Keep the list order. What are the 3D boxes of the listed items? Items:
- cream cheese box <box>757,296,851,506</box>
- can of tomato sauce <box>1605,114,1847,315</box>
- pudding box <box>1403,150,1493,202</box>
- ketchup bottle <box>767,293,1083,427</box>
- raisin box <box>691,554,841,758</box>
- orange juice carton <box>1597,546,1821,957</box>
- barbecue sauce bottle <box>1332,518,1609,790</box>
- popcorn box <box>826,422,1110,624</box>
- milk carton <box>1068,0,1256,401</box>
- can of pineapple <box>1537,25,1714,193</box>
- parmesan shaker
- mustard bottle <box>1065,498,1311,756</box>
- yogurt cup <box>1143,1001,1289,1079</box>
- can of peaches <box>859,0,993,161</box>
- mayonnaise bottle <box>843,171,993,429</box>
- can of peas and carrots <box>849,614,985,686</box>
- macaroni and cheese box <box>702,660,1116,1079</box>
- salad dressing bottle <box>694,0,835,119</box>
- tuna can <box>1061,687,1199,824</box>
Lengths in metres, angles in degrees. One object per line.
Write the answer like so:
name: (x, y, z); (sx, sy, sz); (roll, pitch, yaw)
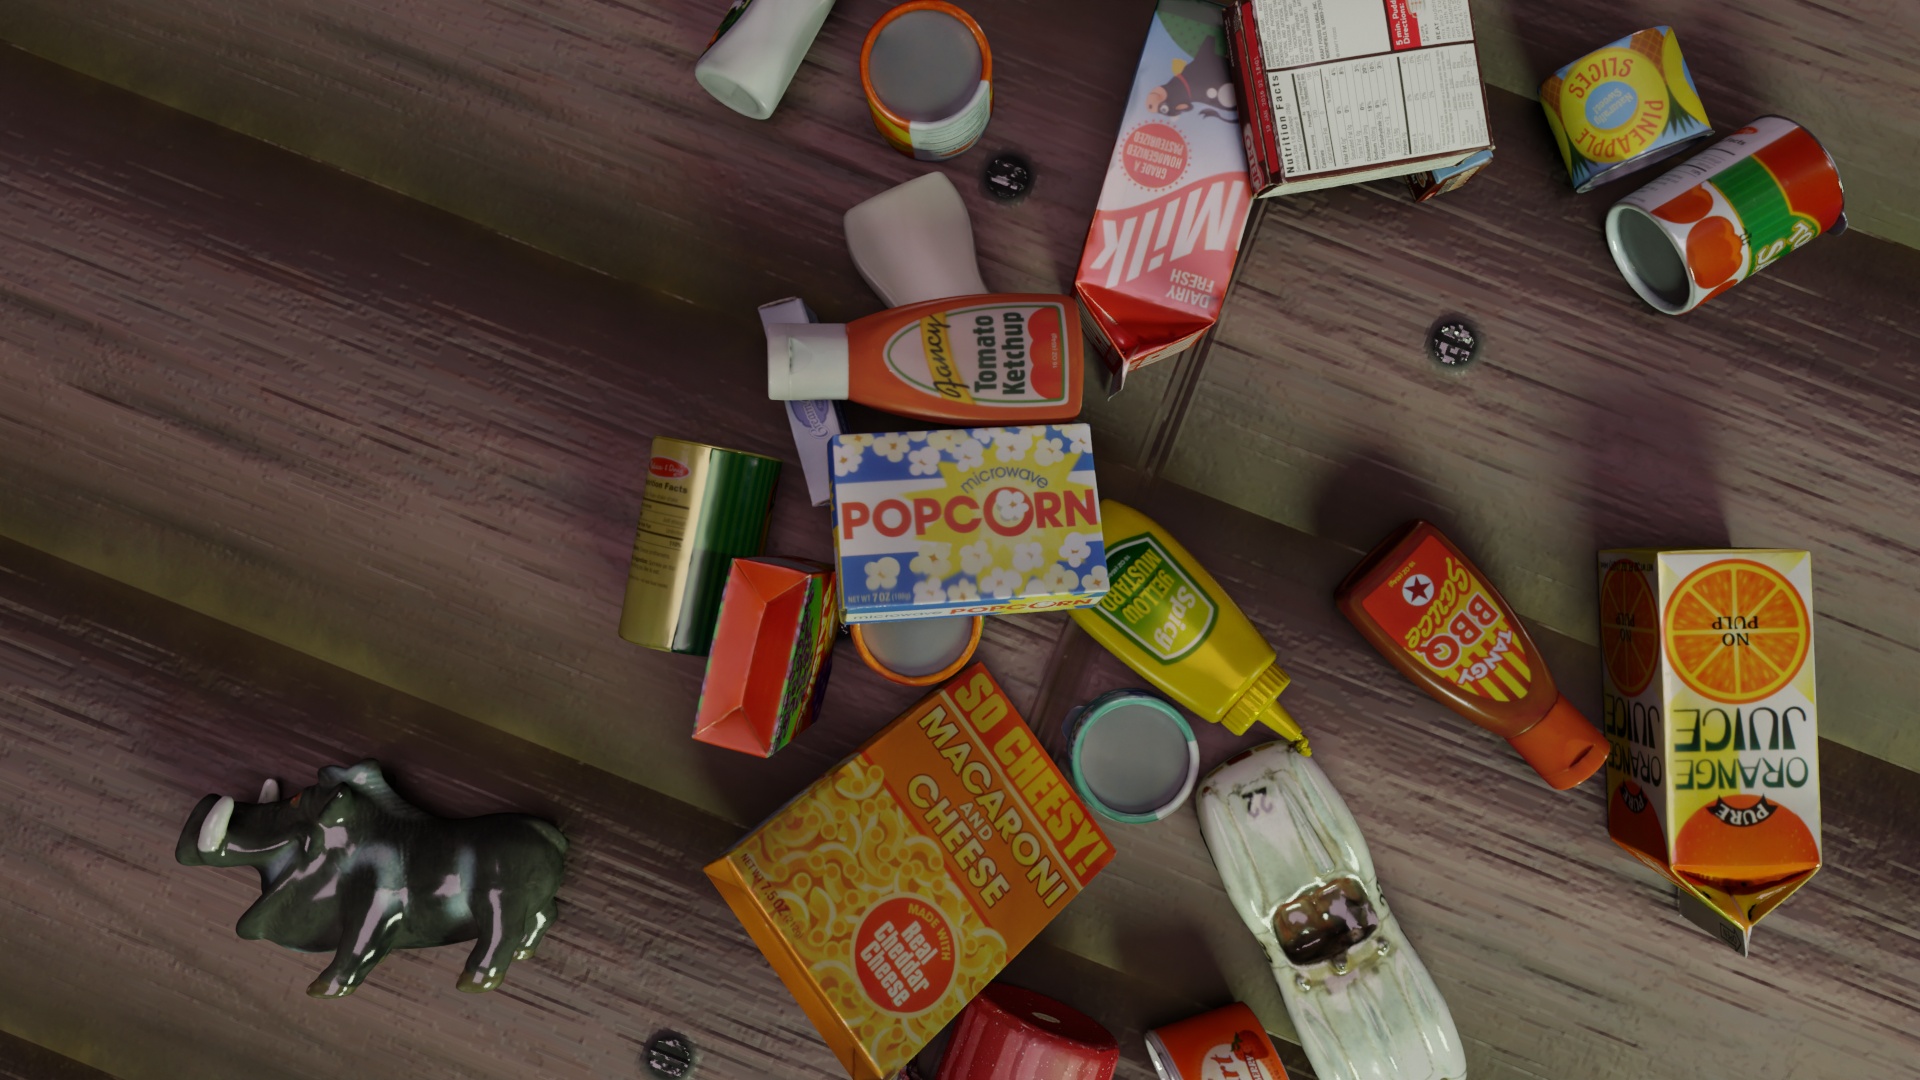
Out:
cream cheese box: (-0.074, -0.069, 0.708); (0.024, 0.053, 0.103); (-16, 89, 4)
can of tomato sauce: (0.378, -0.159, 0.689); (0.083, 0.071, 0.071); (-31, 89, 2)
pudding box: (0.234, -0.218, 0.702); (0.030, 0.049, 0.083); (-23, 89, 3)
ketchup bottle: (-0.017, -0.086, 0.666); (0.149, 0.043, 0.064); (-1, 87, -7)
raisin box: (-0.088, 0.051, 0.672); (0.040, 0.123, 0.086); (12, 90, 3)
orange juice carton: (0.367, 0.099, 0.685); (0.073, 0.072, 0.192); (-2, 89, 2)
barbecue sauce bottle: (0.262, 0.061, 0.703); (0.065, 0.043, 0.148); (-44, 89, 0)
popcorn box: (0.002, -0.008, 0.659); (0.127, 0.038, 0.085); (-3, 74, -8)
milk carton: (0.104, -0.163, 0.694); (0.073, 0.072, 0.190); (17, 90, 1)
can of pineapple: (0.329, -0.213, 0.690); (0.071, 0.071, 0.058); (-21, 88, 2)
parmesan shaker: (-0.133, 0.003, 0.705); (0.071, 0.071, 0.103); (11, 91, 2)
mustard bottle: (0.115, 0.048, 0.691); (0.160, 0.049, 0.065); (42, 89, 14)
yogurt cup: (0.130, 0.268, 0.696); (0.054, 0.072, 0.072); (-24, 89, -6)
can of peaches: (-0.018, -0.234, 0.705); (0.071, 0.058, 0.071); (0, 90, 2)
mayonnaise bottle: (-0.005, -0.110, 0.713); (0.065, 0.041, 0.148); (-24, 91, -2)
can of peas and carrots: (-0.021, 0.041, 0.703); (0.071, 0.059, 0.071); (0, 90, 2)
macaroni and cheese box: (-0.020, 0.154, 0.669); (0.167, 0.040, 0.123); (-35, 89, -35)
salad dressing bottle: (-0.082, -0.289, 0.709); (0.044, 0.064, 0.148); (30, 82, -17)
tuna can: (0.086, 0.109, 0.712); (0.071, 0.033, 0.071); (0, 90, 1)
